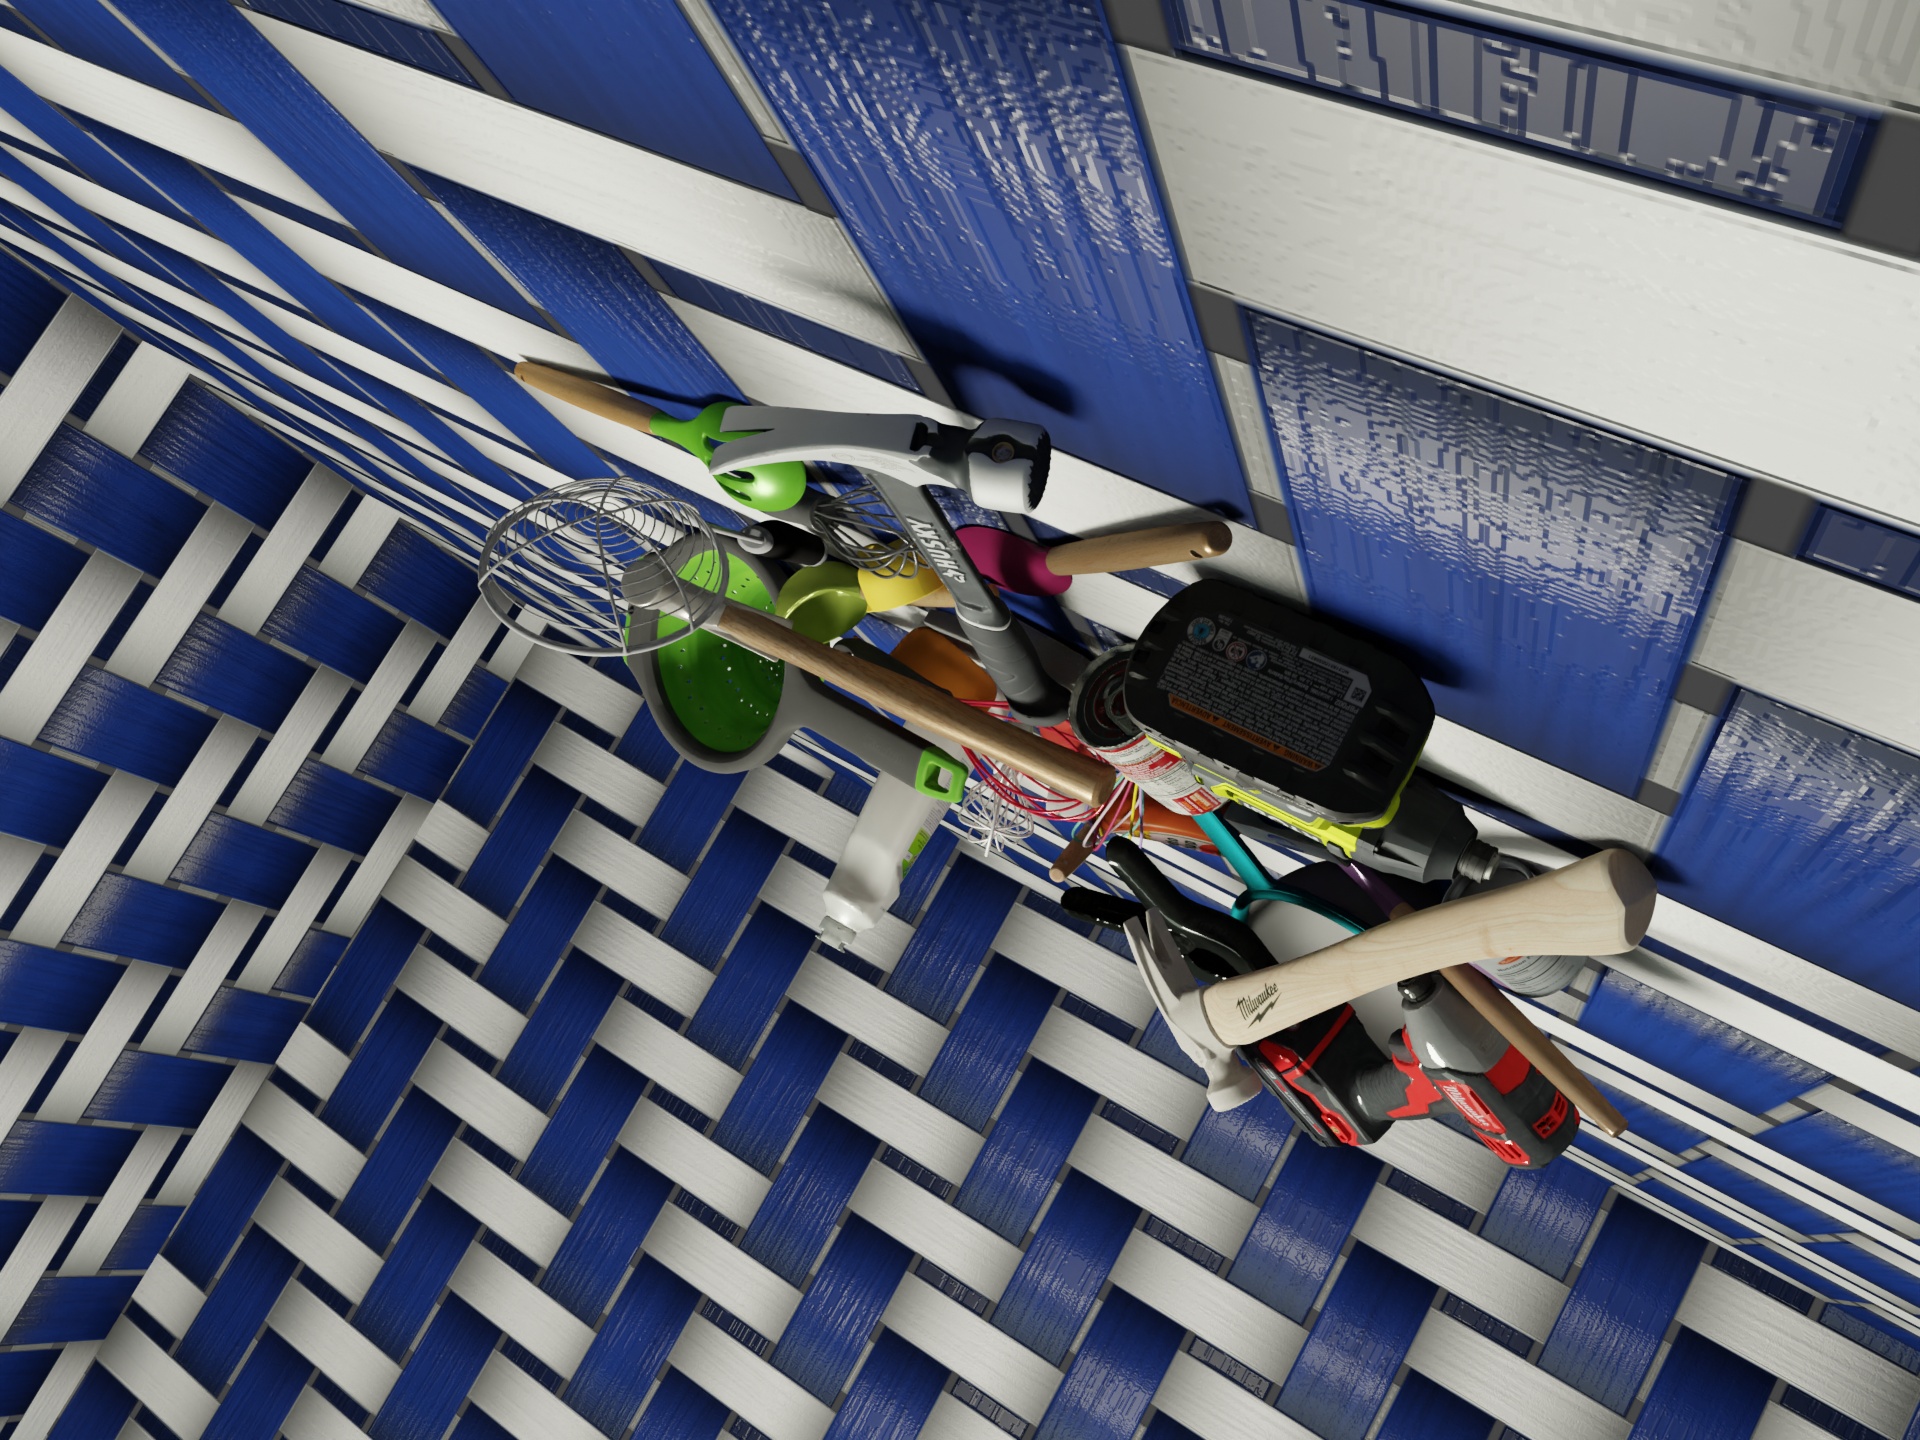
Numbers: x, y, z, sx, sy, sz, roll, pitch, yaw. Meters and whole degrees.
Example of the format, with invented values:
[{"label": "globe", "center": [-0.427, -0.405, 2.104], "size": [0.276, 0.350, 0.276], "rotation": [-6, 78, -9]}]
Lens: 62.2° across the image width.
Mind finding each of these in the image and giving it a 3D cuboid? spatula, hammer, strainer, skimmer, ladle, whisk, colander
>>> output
[{"label": "spatula", "center": [0.285, 0.133, 0.977], "size": [0.059, 0.018, 0.316], "rotation": [38, -171, -50]}, {"label": "hammer", "center": [-0.053, -0.022, 1.009], "size": [0.331, 0.031, 0.130], "rotation": [24, -179, 20]}, {"label": "strainer", "center": [0.265, 0.123, 1.146], "size": [0.340, 0.095, 0.211], "rotation": [50, 159, -6]}, {"label": "skimmer", "center": [-0.155, -0.087, 0.953], "size": [0.127, 0.090, 0.363], "rotation": [23, -173, 11]}, {"label": "hammer", "center": [0.064, -0.007, 1.187], "size": [0.149, 0.037, 0.359], "rotation": [28, 172, 11]}, {"label": "hammer", "center": [0.002, -0.062, 0.822], "size": [0.149, 0.036, 0.408], "rotation": [10, 167, 15]}, {"label": "ladle", "center": [-0.047, -0.074, 1.048], "size": [0.320, 0.078, 0.062], "rotation": [12, 119, 65]}, {"label": "whisk", "center": [-0.002, -0.004, 1.096], "size": [0.296, 0.073, 0.073], "rotation": [28, 174, 45]}, {"label": "spatula", "center": [0.119, 0.088, 1.308], "size": [0.082, 0.044, 0.317], "rotation": [30, -160, 11]}, {"label": "whisk", "center": [0.038, 0.043, 1.264], "size": [0.058, 0.059, 0.246], "rotation": [13, -160, 2]}, {"label": "whisk", "center": [-0.078, -0.124, 0.933], "size": [0.055, 0.055, 0.239], "rotation": [35, 176, -34]}, {"label": "whisk", "center": [0.115, 0.039, 1.100], "size": [0.051, 0.047, 0.244], "rotation": [8, 154, 0]}, {"label": "hammer", "center": [0.238, 0.137, 0.952], "size": [0.146, 0.038, 0.410], "rotation": [62, 148, 7]}, {"label": "colander", "center": [-0.120, -0.030, 1.311], "size": [0.397, 0.204, 0.094], "rotation": [28, -156, 35]}]

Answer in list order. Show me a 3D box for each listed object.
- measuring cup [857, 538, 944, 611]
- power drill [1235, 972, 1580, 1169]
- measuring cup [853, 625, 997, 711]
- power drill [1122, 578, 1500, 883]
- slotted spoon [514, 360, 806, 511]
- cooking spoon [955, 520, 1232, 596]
[{"label": "measuring cup", "center": [-0.046, -0.102, 0.973], "size": [0.029, 0.062, 0.157], "rotation": [66, 172, -21]}, {"label": "power drill", "center": [0.288, 0.223, 1.053], "size": [0.143, 0.078, 0.219], "rotation": [49, 156, -9]}, {"label": "measuring cup", "center": [-0.033, -0.049, 1.247], "size": [0.095, 0.052, 0.174], "rotation": [41, -179, -37]}, {"label": "power drill", "center": [0.179, 0.019, 0.790], "size": [0.171, 0.080, 0.223], "rotation": [27, 176, 27]}, {"label": "slotted spoon", "center": [-0.201, -0.189, 0.993], "size": [0.314, 0.031, 0.070], "rotation": [27, 141, 43]}, {"label": "cooking spoon", "center": [0.057, -0.080, 0.789], "size": [0.068, 0.017, 0.319], "rotation": [32, 173, -16]}]
